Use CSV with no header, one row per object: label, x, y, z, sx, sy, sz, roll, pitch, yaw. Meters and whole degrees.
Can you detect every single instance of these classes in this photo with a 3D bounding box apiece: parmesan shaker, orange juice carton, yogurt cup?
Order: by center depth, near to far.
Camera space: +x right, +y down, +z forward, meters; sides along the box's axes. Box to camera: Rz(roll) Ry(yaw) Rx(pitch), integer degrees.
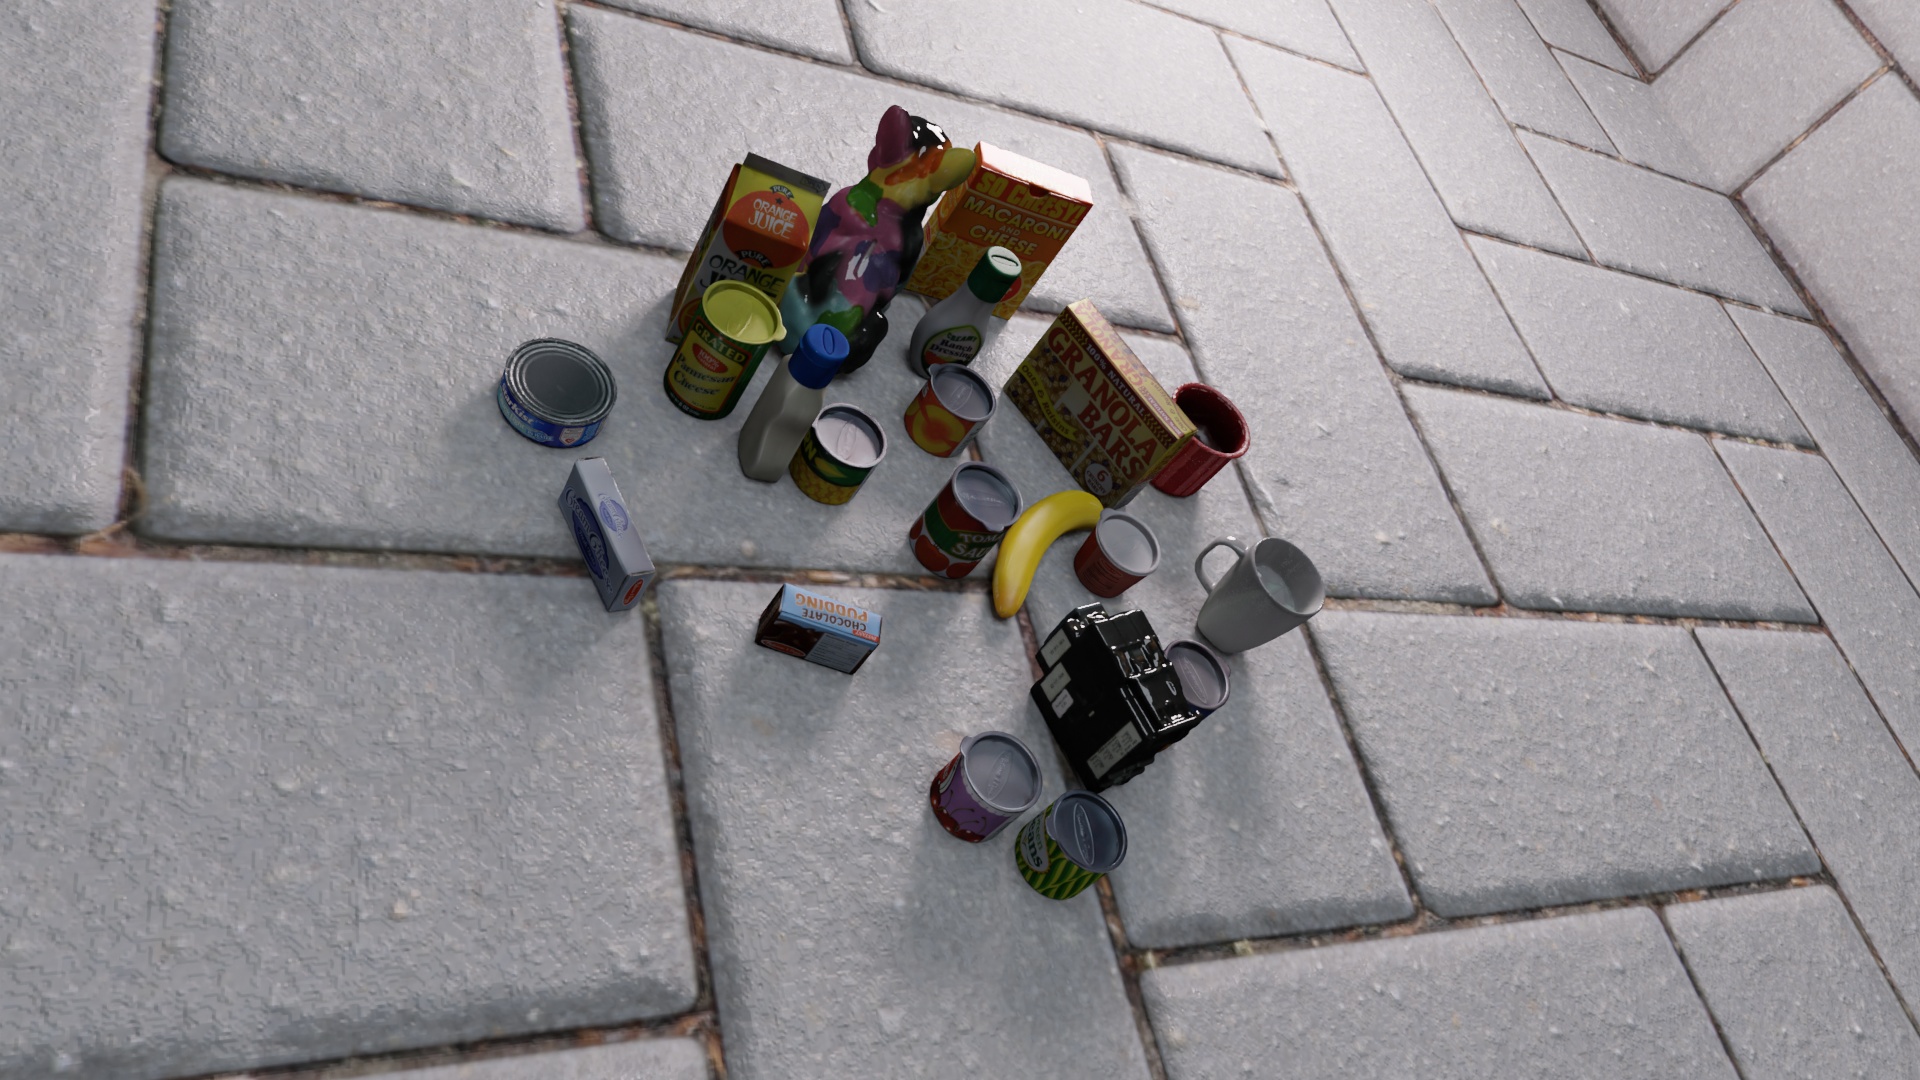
parmesan shaker,-0.193,-0.152,1.133,0.071,0.102,0.072,18,49,-21
orange juice carton,-0.176,-0.239,1.149,0.072,0.191,0.073,19,48,-21
yogurt cup,0.139,0.016,1.256,0.072,0.053,0.073,18,49,-21

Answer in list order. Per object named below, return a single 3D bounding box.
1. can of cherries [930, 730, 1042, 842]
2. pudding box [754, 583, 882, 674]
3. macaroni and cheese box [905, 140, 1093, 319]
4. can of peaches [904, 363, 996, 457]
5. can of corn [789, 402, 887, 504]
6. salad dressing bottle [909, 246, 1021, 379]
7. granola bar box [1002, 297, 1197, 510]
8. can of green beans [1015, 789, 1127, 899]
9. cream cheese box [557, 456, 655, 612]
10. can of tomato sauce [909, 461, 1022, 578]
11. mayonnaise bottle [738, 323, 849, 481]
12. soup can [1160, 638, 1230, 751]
can of cherries,0.017,0.183,1.041,0.071,0.058,0.072,18,49,-21
pudding box,-0.107,0.068,1.055,0.084,0.049,0.030,20,48,-20
macaroni and cheese box,0.034,-0.296,1.350,0.124,0.165,0.040,12,51,-26
can of peaches,-0.012,-0.119,1.259,0.071,0.057,0.071,18,49,-21
can of corn,-0.105,-0.073,1.161,0.071,0.058,0.071,18,49,-21
salad dressing bottle,0.005,-0.207,1.275,0.064,0.147,0.044,11,52,-27
granola bar box,0.128,-0.125,1.308,0.039,0.123,0.166,-26,73,-43
can of green beans,0.083,0.230,1.048,0.071,0.057,0.071,18,49,-21
cream cheese box,-0.259,-0.005,1.010,0.024,0.053,0.104,-12,64,-39
can of tomato sauce,0.004,-0.015,1.170,0.071,0.082,0.071,18,49,-21
mayonnaise bottle,-0.134,-0.112,1.108,0.041,0.147,0.065,12,51,-26
soup can,0.178,0.131,1.169,0.071,0.083,0.072,18,49,-21
